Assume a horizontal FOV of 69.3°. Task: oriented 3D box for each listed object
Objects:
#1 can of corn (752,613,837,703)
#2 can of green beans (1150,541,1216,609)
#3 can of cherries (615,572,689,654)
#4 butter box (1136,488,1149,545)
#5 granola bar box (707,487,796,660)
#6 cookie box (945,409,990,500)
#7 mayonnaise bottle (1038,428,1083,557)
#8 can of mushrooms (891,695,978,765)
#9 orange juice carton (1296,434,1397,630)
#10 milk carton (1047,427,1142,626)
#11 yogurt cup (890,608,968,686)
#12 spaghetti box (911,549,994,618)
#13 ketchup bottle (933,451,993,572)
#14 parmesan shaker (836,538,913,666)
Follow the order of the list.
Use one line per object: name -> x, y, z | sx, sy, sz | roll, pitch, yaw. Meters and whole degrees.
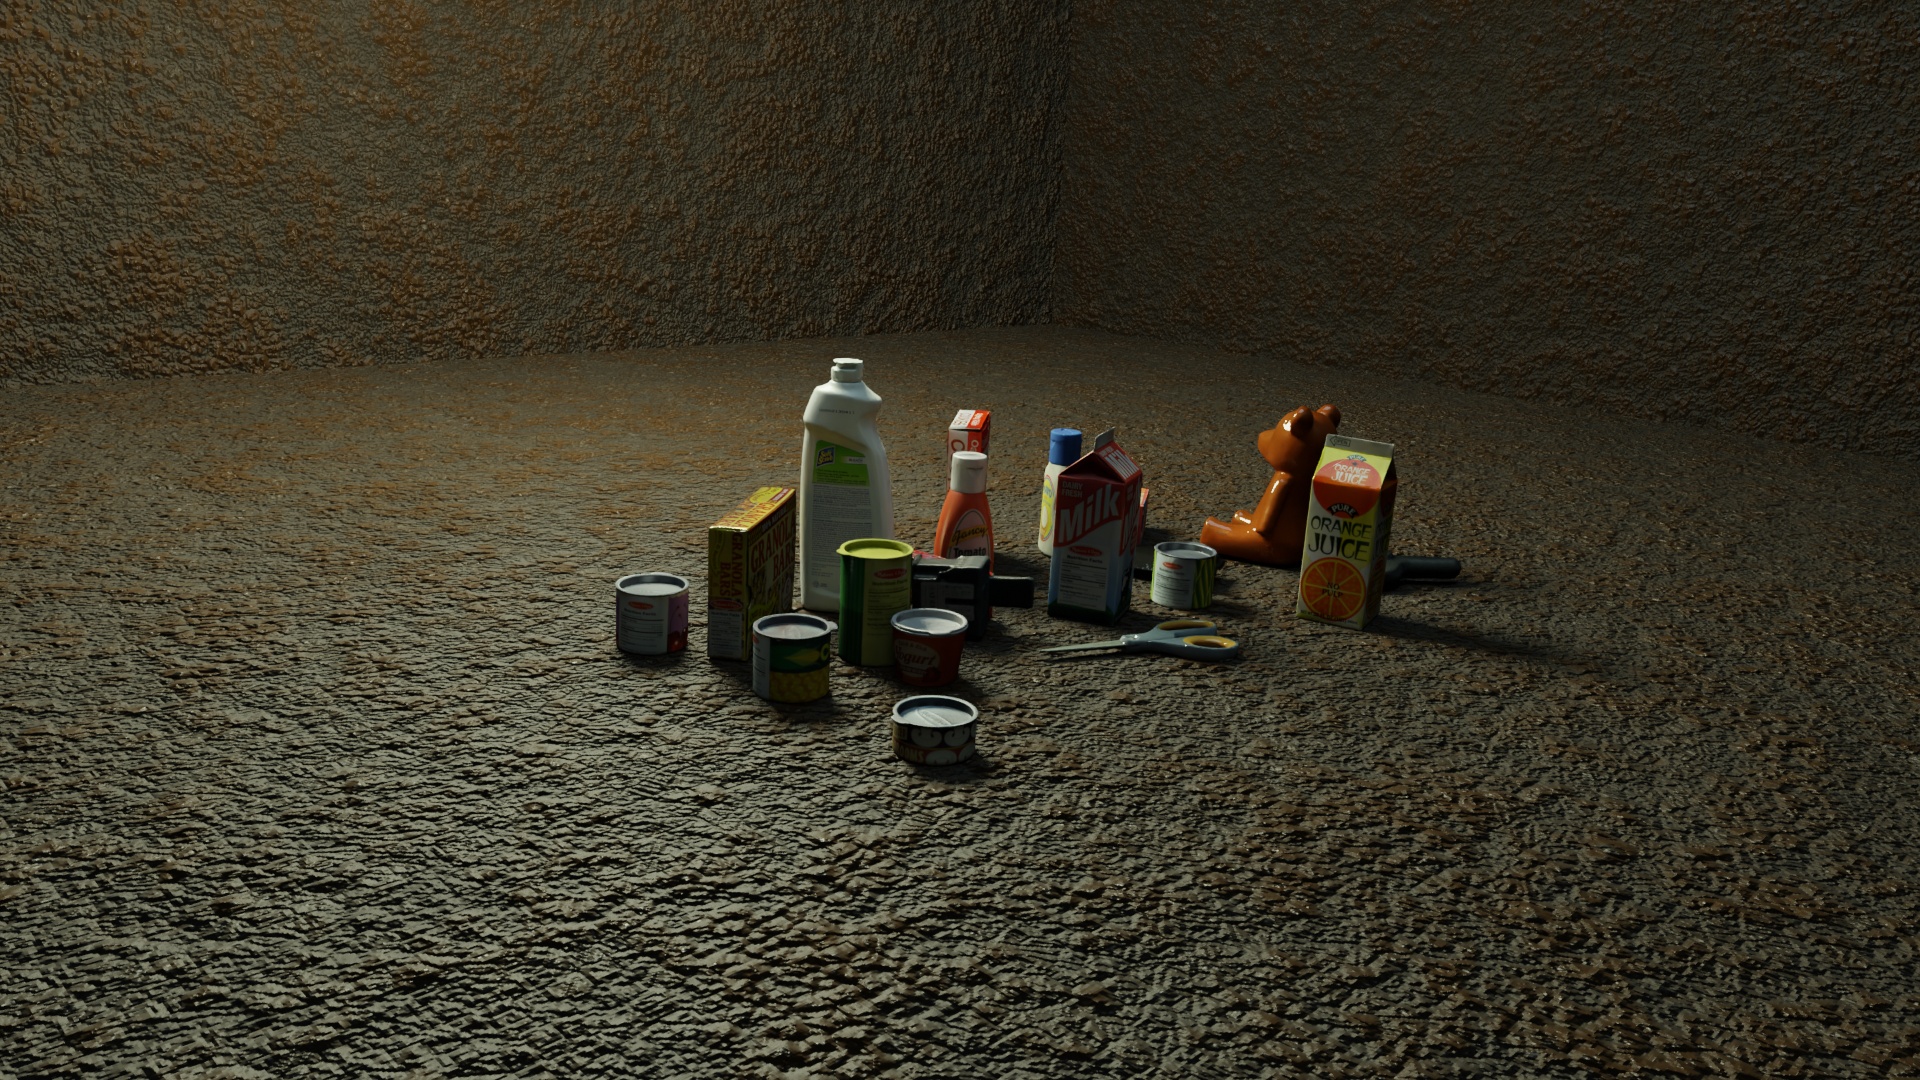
can of corn -> -0.141, 0.100, 1.179 | 0.071, 0.058, 0.071 | 3, 15, -1
can of green beans -> 0.239, 0.037, 1.487 | 0.071, 0.057, 0.071 | 3, 15, -1
can of cherries -> -0.281, 0.066, 1.271 | 0.071, 0.058, 0.072 | 3, 15, -1
butter box -> 0.220, -0.031, 1.742 | 0.024, 0.053, 0.104 | 6, 15, 10
granola bar box -> -0.194, 0.028, 1.305 | 0.039, 0.123, 0.166 | 5, 15, 7
cookie box -> 0.007, -0.056, 1.573 | 0.040, 0.167, 0.123 | 4, 15, 4
mayonnaise bottle -> 0.119, -0.056, 1.631 | 0.041, 0.147, 0.065 | -1, 15, -15
can of mushrooms -> -0.022, 0.147, 1.077 | 0.071, 0.033, 0.071 | 3, 15, -1
orange juice carton -> 0.405, -0.012, 1.447 | 0.072, 0.192, 0.073 | 11, 17, 28
milk carton -> 0.139, -0.017, 1.414 | 0.073, 0.190, 0.072 | 9, 16, 19
yogurt cup -> -0.029, 0.095, 1.228 | 0.072, 0.053, 0.072 | 3, 15, -1
spaghetti box -> -0.067, 0.032, 1.457 | 0.250, 0.050, 0.029 | 16, 19, 38
ketchup bottle -> 0.005, -0.018, 1.470 | 0.065, 0.148, 0.043 | -2, 16, -20
parmesan shaker -> -0.081, 0.056, 1.265 | 0.071, 0.102, 0.071 | 3, 15, -1
